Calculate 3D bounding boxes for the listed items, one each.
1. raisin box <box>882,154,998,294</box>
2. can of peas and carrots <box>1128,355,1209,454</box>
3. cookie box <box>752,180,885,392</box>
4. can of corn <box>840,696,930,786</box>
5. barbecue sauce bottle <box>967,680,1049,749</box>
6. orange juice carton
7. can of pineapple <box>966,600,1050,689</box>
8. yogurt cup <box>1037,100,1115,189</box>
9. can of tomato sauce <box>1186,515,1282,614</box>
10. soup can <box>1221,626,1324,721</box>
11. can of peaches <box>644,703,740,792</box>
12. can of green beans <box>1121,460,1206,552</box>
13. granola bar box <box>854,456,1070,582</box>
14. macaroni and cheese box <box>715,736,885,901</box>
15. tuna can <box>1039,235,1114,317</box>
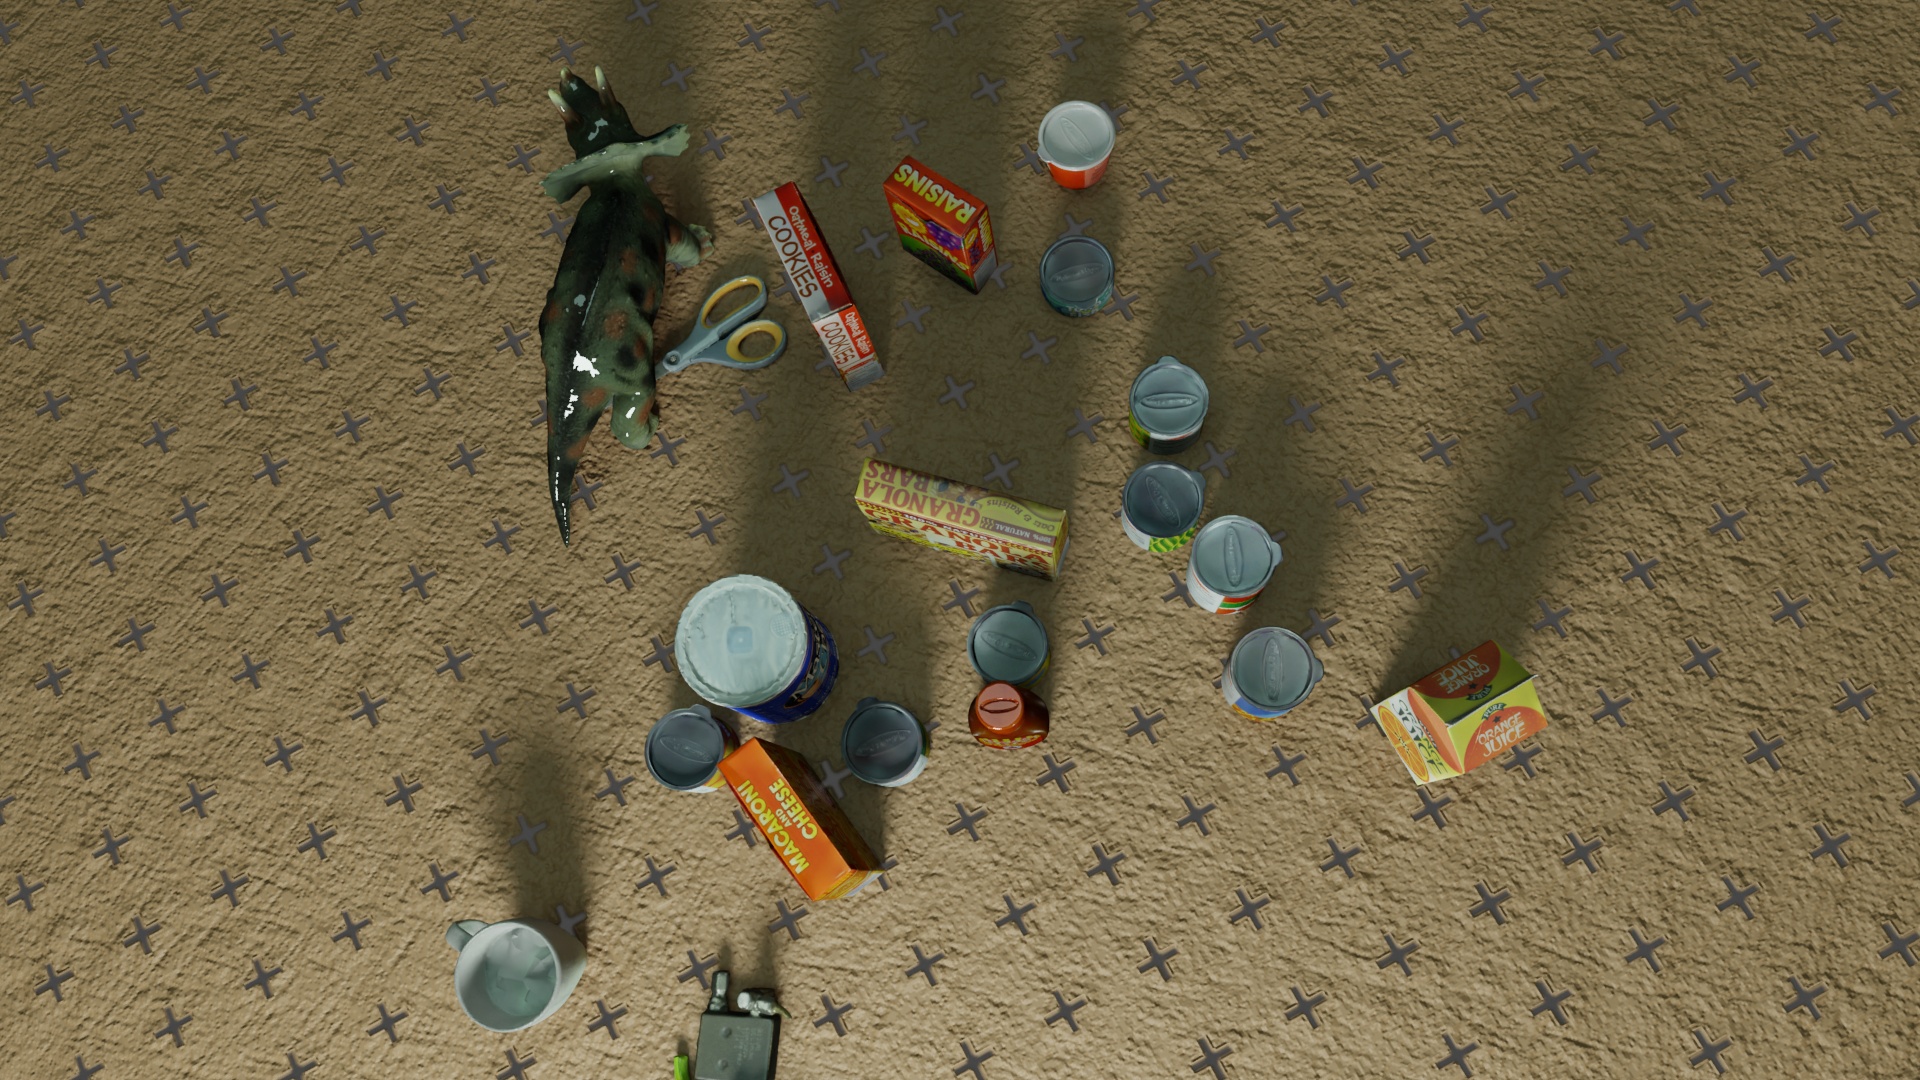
[{"bbox_3d":[-0.016,-0.271,1.204,0.086,0.123,0.040,36,83,12],"label":"raisin box"},{"bbox_3d":[0.176,-0.114,1.180,0.071,0.058,0.071,-1,76,5],"label":"can of peas and carrots"},{"bbox_3d":[-0.116,-0.211,1.176,0.040,0.167,0.123,-26,76,-1],"label":"cookie box"},{"bbox_3d":[-0.061,0.165,1.135,0.071,0.058,0.071,-1,76,5],"label":"can of corn"},{"bbox_3d":[0.036,0.136,1.086,0.065,0.148,0.044,-5,77,5],"label":"barbecue sauce bottle"},{"bbox_3d":[0.371,0.129,1.033,0.072,0.192,0.073,-29,76,-1],"label":"orange juice carton"},{"bbox_3d":[0.042,0.089,1.144,0.071,0.057,0.071,-1,76,5],"label":"can of pineapple"},{"bbox_3d":[0.105,-0.352,1.248,0.072,0.054,0.072,-1,76,5],"label":"yogurt cup"},{"bbox_3d":[0.221,0.021,1.130,0.071,0.083,0.071,-1,77,5],"label":"can of tomato sauce"},{"bbox_3d":[0.247,0.108,1.106,0.071,0.083,0.071,-1,77,5],"label":"soup can"},{"bbox_3d":[-0.219,0.173,1.148,0.071,0.058,0.071,-1,76,5],"label":"can of peaches"},{"bbox_3d":[0.168,-0.027,1.160,0.071,0.057,0.071,-1,76,5],"label":"can of green beans"},{"bbox_3d":[0.004,-0.014,1.138,0.166,0.124,0.039,15,79,9],"label":"granola bar box"},{"bbox_3d":[-0.120,0.217,1.072,0.040,0.166,0.124,-38,76,-4],"label":"macaroni and cheese box"},{"bbox_3d":[0.104,-0.231,1.229,0.071,0.032,0.071,-1,76,5],"label":"tuna can"}]
